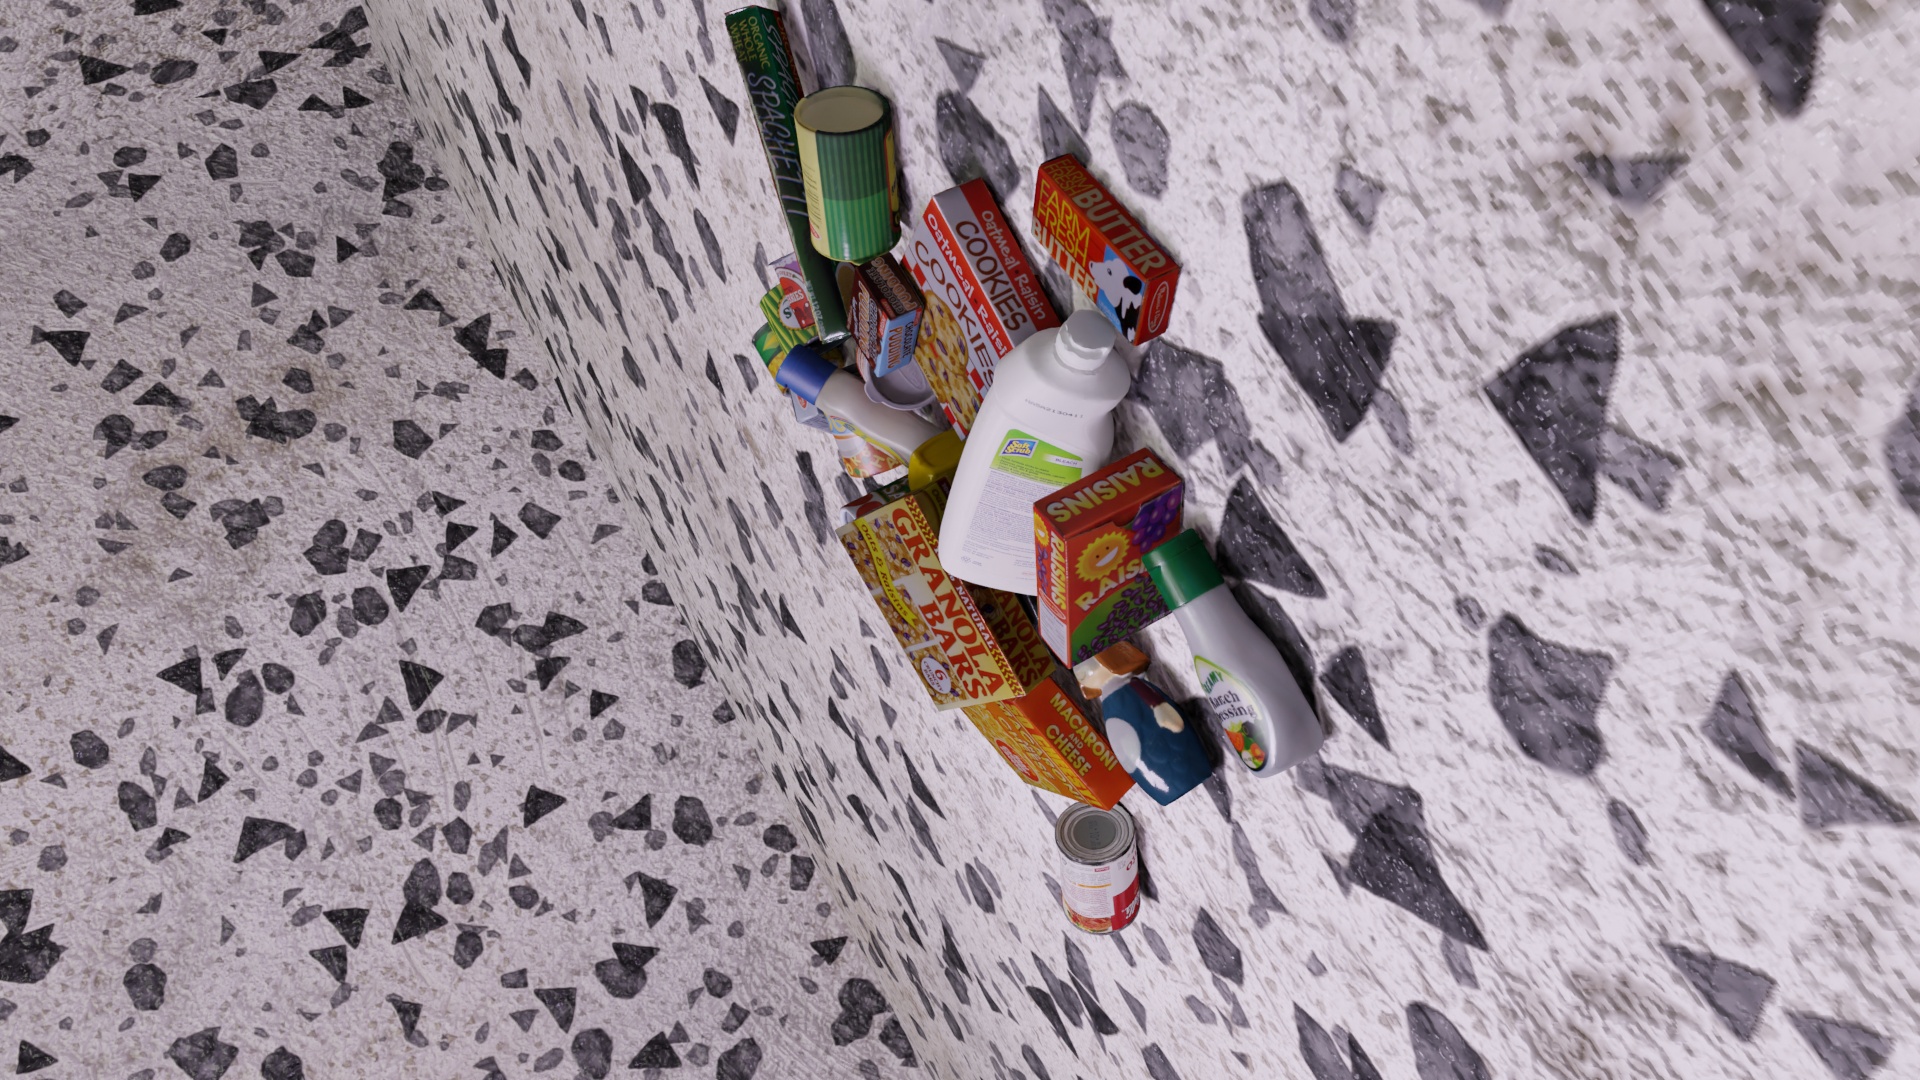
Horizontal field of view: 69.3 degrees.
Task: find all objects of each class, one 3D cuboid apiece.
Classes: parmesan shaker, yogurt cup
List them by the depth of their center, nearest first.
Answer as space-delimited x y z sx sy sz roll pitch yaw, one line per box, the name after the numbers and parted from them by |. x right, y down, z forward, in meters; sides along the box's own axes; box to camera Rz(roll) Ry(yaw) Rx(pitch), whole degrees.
-0.076 -0.254 0.969 0.071 0.071 0.102 49 156 35 | parmesan shaker
-0.047 -0.137 1.054 0.054 0.072 0.072 39 150 66 | yogurt cup

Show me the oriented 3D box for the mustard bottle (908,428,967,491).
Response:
0.004 -0.014 1.089 0.049 0.065 0.159 46 160 42 | mustard bottle

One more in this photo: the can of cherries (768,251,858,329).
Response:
-0.113 -0.208 1.117 0.058 0.072 0.071 66 161 -10 | can of cherries

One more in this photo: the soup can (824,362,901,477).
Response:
-0.081 -0.102 1.172 0.071 0.071 0.083 21 135 63 | soup can

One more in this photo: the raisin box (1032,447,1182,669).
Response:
0.090 0.012 0.857 0.040 0.086 0.122 49 157 38 | raisin box

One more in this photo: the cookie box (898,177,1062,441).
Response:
0.007 -0.150 0.932 0.123 0.040 0.167 62 162 5 | cookie box

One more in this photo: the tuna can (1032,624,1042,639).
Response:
0.034 0.064 1.103 0.033 0.071 0.070 33 145 57 | tuna can

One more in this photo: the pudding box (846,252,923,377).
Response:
-0.053 -0.156 0.971 0.050 0.030 0.083 58 162 13 | pudding box

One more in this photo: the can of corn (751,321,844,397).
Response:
-0.146 -0.172 1.261 0.058 0.071 0.071 59 160 9 | can of corn

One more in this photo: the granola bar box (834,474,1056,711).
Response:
-0.013 0.043 1.040 0.124 0.039 0.165 -22 99 56 | granola bar box

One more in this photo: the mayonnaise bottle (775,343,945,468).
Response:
-0.076 -0.102 1.104 0.148 0.041 0.064 32 175 0 | mayonnaise bottle

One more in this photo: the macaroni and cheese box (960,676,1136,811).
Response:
0.061 0.156 1.148 0.123 0.040 0.166 50 163 -13 | macaroni and cheese box

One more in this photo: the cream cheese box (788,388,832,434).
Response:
-0.120 -0.124 1.222 0.104 0.024 0.053 12 -116 -72 | cream cheese box

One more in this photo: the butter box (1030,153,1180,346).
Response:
0.077 -0.160 0.761 0.104 0.024 0.052 53 159 26 | butter box

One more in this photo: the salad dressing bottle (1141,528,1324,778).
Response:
0.157 0.065 0.816 0.147 0.044 0.064 61 160 6 | salad dressing bottle

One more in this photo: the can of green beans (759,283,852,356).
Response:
-0.131 -0.193 1.194 0.058 0.071 0.071 63 161 3 | can of green beans

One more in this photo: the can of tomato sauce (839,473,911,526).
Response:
-0.053 -0.018 1.192 0.071 0.083 0.070 51 158 30 | can of tomato sauce

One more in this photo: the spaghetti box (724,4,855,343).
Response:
-0.121 -0.273 1.043 0.050 0.028 0.249 -46 -58 -69 | spaghetti box
